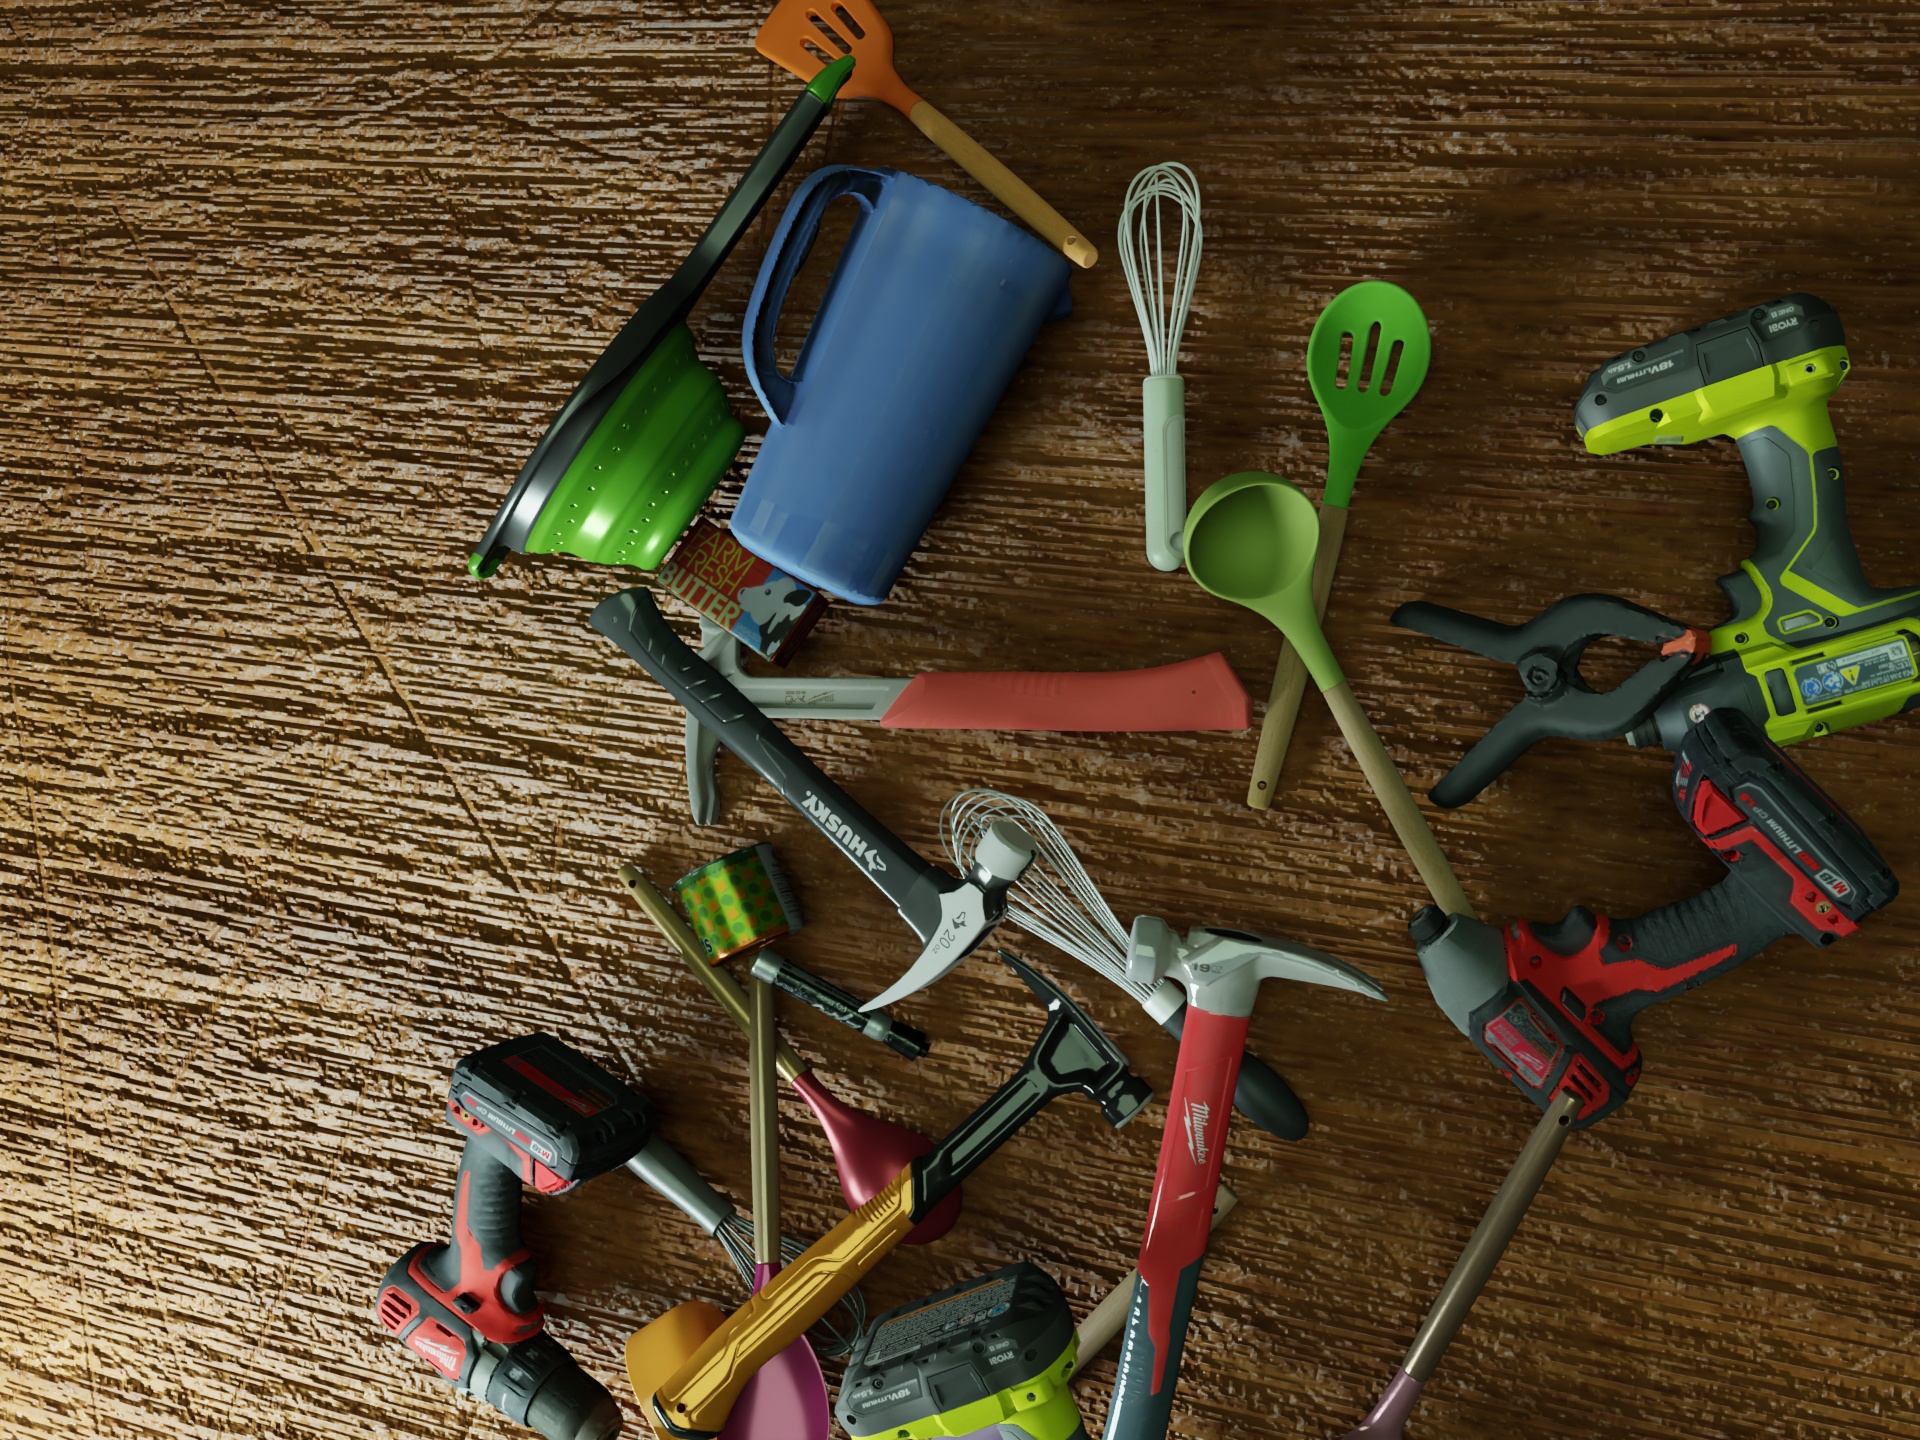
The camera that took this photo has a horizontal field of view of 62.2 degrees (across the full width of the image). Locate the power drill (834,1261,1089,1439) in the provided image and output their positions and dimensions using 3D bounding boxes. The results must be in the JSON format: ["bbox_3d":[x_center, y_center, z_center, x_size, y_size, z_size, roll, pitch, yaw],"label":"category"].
[{"bbox_3d":[0.023,0.437,0.878,0.190,0.080,0.228,-24,93,11],"label":"power drill"}]

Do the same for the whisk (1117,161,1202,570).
[{"bbox_3d":[0.123,-0.213,0.961,0.059,0.057,0.246,-1,91,50],"label":"whisk"}]

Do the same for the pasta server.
[{"bbox_3d":[0.260,0.337,0.863,0.060,0.040,0.316,23,105,1],"label":"pasta server"}]

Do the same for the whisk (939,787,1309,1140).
[{"bbox_3d":[0.096,0.144,0.940,0.285,0.070,0.070,44,98,9],"label":"whisk"}]

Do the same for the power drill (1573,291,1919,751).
[{"bbox_3d":[0.419,-0.097,0.853,0.171,0.080,0.223,-18,85,19],"label":"power drill"}]

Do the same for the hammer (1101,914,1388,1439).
[{"bbox_3d":[0.135,0.310,0.905,0.143,0.038,0.386,11,97,8],"label":"hammer"}]

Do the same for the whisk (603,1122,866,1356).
[{"bbox_3d":[-0.152,0.316,1.005,0.239,0.055,0.055,35,96,19],"label":"whisk"}]

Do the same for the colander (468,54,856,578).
[{"bbox_3d":[-0.153,-0.229,0.994,0.094,0.204,0.397,35,88,-11],"label":"colander"}]

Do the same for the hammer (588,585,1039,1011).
[{"bbox_3d":[-0.112,0.031,0.970,0.335,0.035,0.146,41,113,20],"label":"hammer"}]

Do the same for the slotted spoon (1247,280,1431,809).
[{"bbox_3d":[0.212,-0.101,0.937,0.070,0.031,0.314,14,92,16],"label":"slotted spoon"}]

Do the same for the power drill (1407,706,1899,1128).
[{"bbox_3d":[0.351,0.103,0.833,0.143,0.078,0.219,44,113,0],"label":"power drill"}]

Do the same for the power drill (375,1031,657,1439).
[{"bbox_3d":[-0.268,0.335,1.003,0.188,0.080,0.226,26,105,23],"label":"power drill"}]

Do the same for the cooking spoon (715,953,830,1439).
[{"bbox_3d":[-0.117,0.301,0.964,0.069,0.017,0.319,-4,75,2],"label":"cooking spoon"}]

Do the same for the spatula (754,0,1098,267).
[{"bbox_3d":[-0.018,-0.372,0.987,0.081,0.041,0.323,-45,58,9],"label":"spatula"}]

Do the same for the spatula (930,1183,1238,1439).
[{"bbox_3d":[0.058,0.394,0.954,0.060,0.018,0.316,42,99,13],"label":"spatula"}]

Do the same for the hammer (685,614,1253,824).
[{"bbox_3d":[-0.002,-0.003,0.986,0.359,0.036,0.149,1,87,16],"label":"hammer"}]

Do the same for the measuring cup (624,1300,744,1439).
[{"bbox_3d":[-0.135,0.436,0.984,0.052,0.095,0.173,-37,97,0],"label":"measuring cup"}]

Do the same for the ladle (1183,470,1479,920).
[{"bbox_3d":[0.223,0.005,0.896,0.078,0.062,0.320,-29,88,15],"label":"ladle"}]

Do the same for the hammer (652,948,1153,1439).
[{"bbox_3d":[-0.049,0.287,0.936,0.337,0.034,0.127,-42,78,-7],"label":"hammer"}]

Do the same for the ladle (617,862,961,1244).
[{"bbox_3d":[-0.118,0.206,1.013,0.069,0.031,0.315,-46,74,6],"label":"ladle"}]
